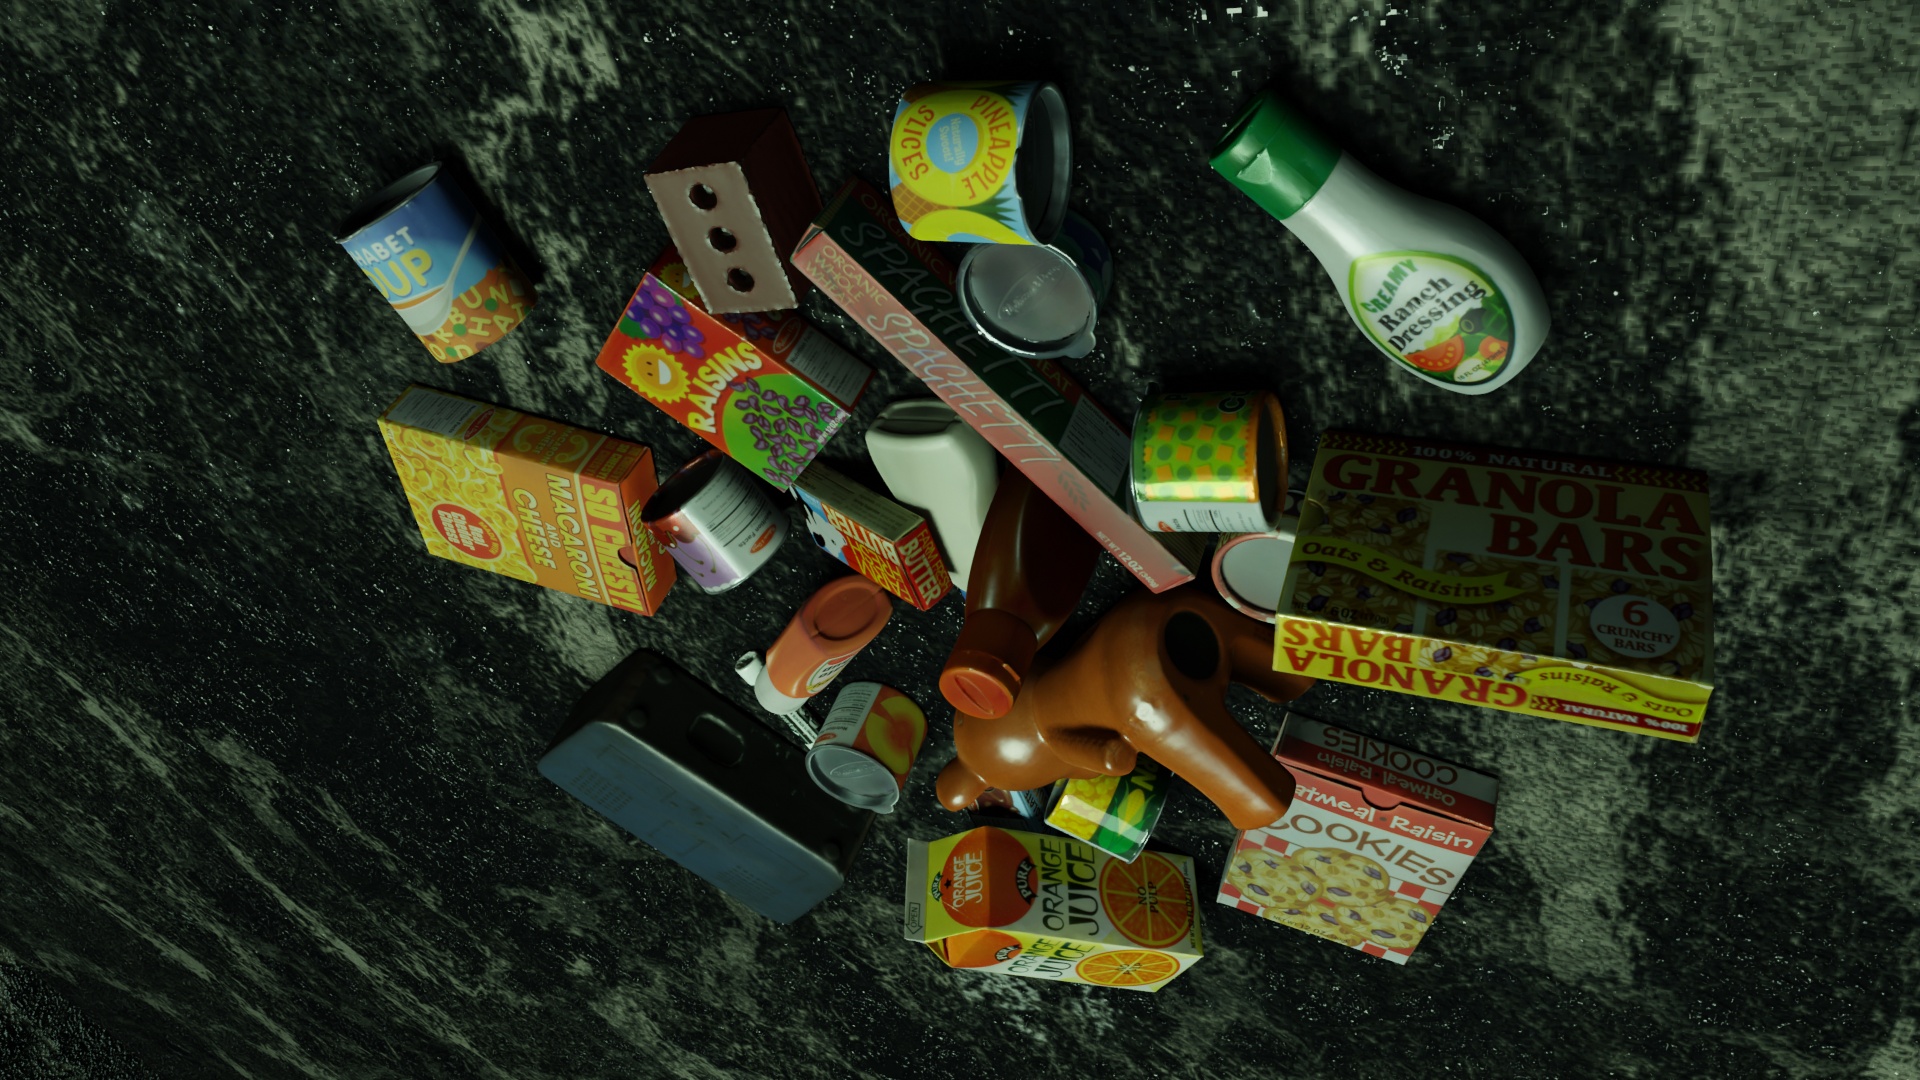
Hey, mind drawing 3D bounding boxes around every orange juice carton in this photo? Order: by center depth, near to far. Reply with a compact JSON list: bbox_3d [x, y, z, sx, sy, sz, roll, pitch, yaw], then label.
[{"bbox_3d":[0.056,0.241,0.915,0.193,0.072,0.072,12,141,-15],"label":"orange juice carton"}]

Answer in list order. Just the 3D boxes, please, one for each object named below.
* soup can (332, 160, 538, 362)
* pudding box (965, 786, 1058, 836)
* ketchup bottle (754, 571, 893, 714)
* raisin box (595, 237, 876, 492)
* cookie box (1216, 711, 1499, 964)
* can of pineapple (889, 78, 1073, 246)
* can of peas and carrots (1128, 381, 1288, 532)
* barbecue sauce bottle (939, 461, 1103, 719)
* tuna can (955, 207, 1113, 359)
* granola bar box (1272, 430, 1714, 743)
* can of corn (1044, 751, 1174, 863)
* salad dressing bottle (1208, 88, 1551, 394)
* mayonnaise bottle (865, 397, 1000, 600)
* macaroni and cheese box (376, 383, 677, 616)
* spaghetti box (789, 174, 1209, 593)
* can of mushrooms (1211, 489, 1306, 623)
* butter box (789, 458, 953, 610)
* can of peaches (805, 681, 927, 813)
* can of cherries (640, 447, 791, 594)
[{"bbox_3d":[-0.275,-0.143,0.729,0.071,0.072,0.083,-8,129,33],"label":"soup can"},{"bbox_3d":[0.032,0.176,0.937,0.049,0.030,0.083,0,133,28],"label":"pudding box"},{"bbox_3d":[-0.093,0.070,0.870,0.043,0.065,0.148,52,147,5],"label":"ketchup bottle"},{"bbox_3d":[-0.119,-0.091,0.728,0.123,0.040,0.085,34,139,-11],"label":"raisin box"},{"bbox_3d":[0.233,0.183,0.834,0.123,0.040,0.166,17,138,10],"label":"cookie box"},{"bbox_3d":[0.009,-0.156,0.572,0.058,0.071,0.070,7,136,21],"label":"can of pineapple"},{"bbox_3d":[0.117,-0.039,0.645,0.058,0.071,0.070,1,133,26],"label":"can of peas and carrots"},{"bbox_3d":[0.031,0.020,0.683,0.043,0.149,0.064,-19,122,39],"label":"barbecue sauce bottle"},{"bbox_3d":[0.036,-0.116,0.628,0.071,0.033,0.070,14,138,13],"label":"tuna can"},{"bbox_3d":[0.227,0.013,0.594,0.165,0.125,0.038,9,136,19],"label":"granola bar box"},{"bbox_3d":[0.092,0.155,0.859,0.058,0.071,0.070,25,139,2],"label":"can of corn"},{"bbox_3d":[0.165,-0.118,0.551,0.147,0.044,0.064,36,139,-11],"label":"salad dressing bottle"},{"bbox_3d":[0.003,-0.009,0.751,0.065,0.041,0.147,6,137,33],"label":"mayonnaise bottle"},{"bbox_3d":[-0.269,-0.023,0.875,0.166,0.040,0.123,15,139,13],"label":"macaroni and cheese box"},{"bbox_3d":[0.025,-0.072,0.667,0.250,0.050,0.028,41,136,-16],"label":"spaghetti box"},{"bbox_3d":[0.159,0.008,0.695,0.071,0.034,0.070,14,139,13],"label":"can of mushrooms"},{"bbox_3d":[-0.051,-0.004,0.762,0.103,0.024,0.053,29,151,43],"label":"butter box"},{"bbox_3d":[-0.060,0.137,0.922,0.071,0.058,0.070,14,138,13],"label":"can of peaches"},{"bbox_3d":[-0.143,-0.012,0.803,0.071,0.072,0.058,-18,123,39],"label":"can of cherries"}]
